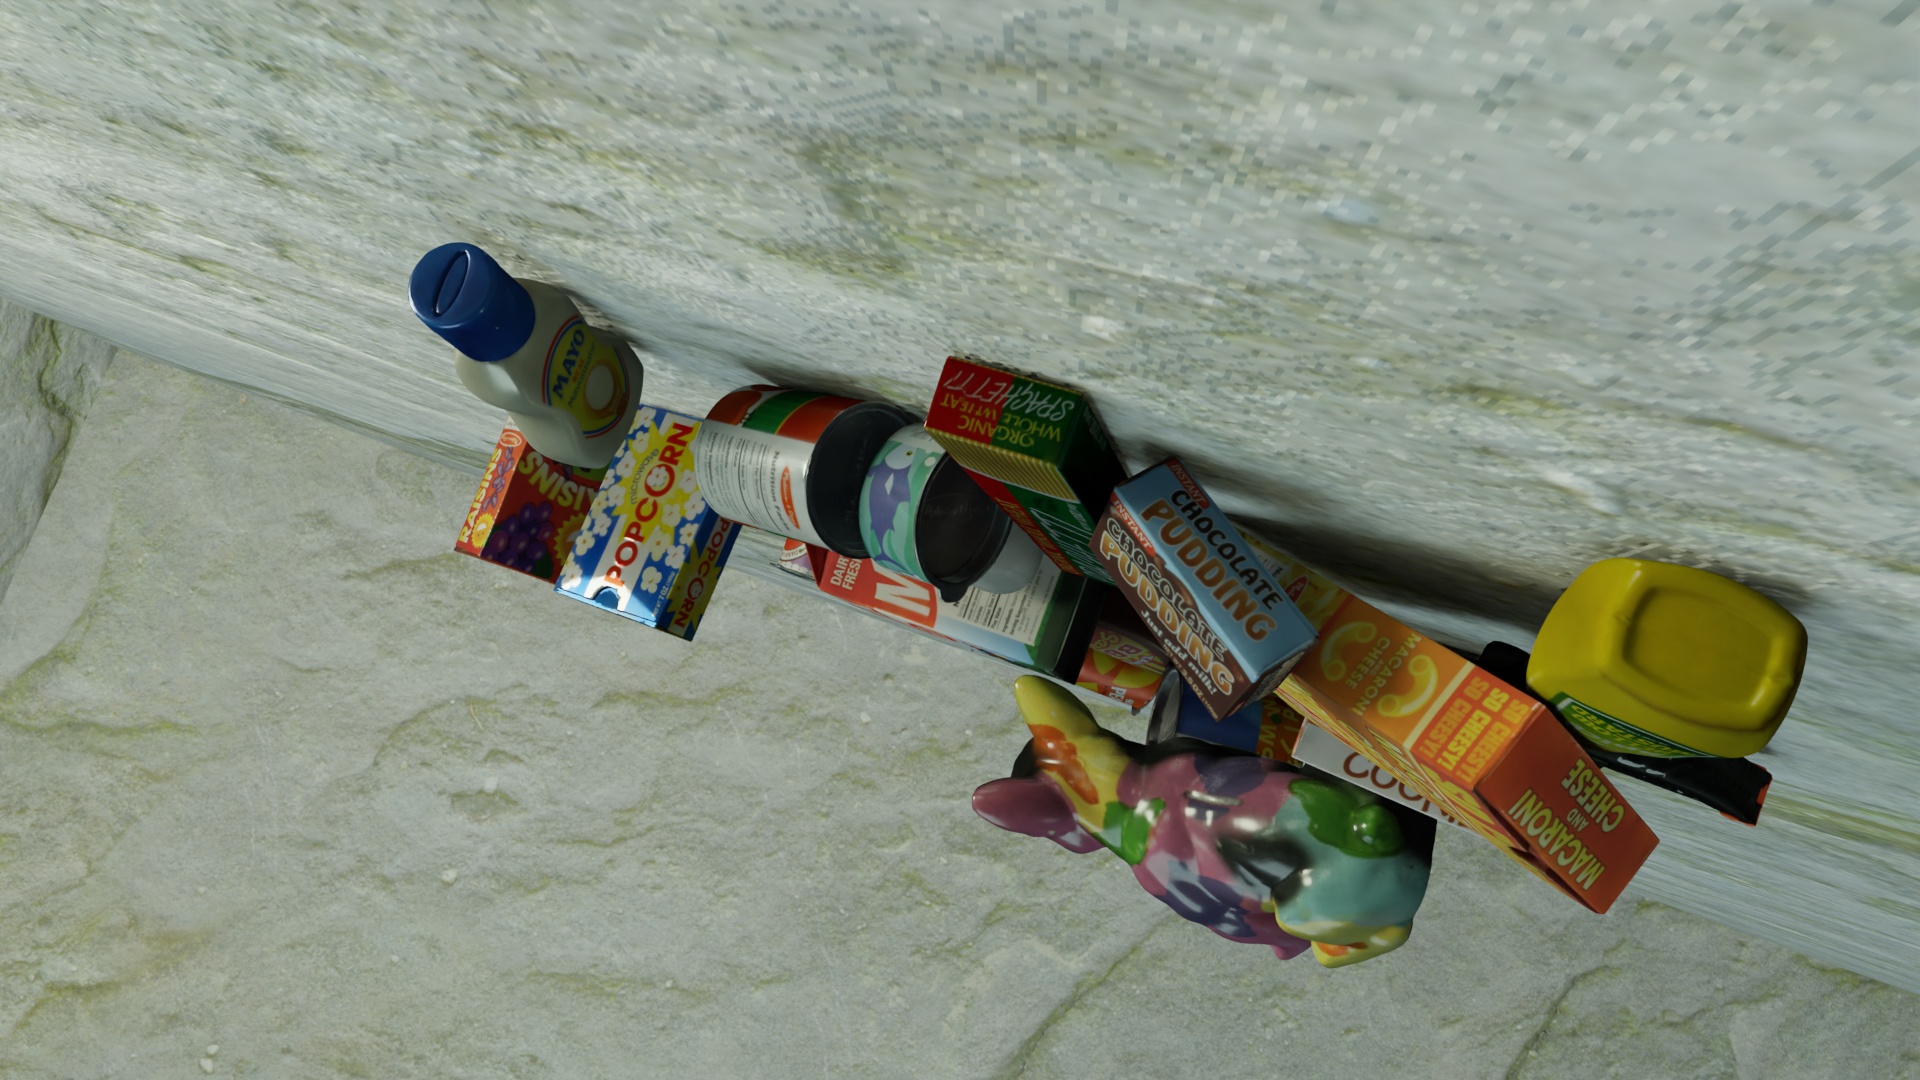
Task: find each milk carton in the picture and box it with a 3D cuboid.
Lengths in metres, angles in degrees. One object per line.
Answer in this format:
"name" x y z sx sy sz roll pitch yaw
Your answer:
"milk carton" -0.014 0.018 0.826 0.191 0.073 0.072 18 173 17

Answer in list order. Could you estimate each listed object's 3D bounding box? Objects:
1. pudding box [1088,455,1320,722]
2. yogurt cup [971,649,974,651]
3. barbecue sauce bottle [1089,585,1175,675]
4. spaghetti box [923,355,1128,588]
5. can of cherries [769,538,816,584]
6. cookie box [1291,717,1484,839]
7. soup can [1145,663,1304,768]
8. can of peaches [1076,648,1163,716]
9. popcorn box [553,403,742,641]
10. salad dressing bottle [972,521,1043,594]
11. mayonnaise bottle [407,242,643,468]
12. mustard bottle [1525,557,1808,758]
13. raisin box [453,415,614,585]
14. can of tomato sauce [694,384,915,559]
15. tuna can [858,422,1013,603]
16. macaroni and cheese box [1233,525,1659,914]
"pudding box" 0.084 0.017 0.491 0.084 0.030 0.049 55 159 18
"yogurt cup" 0.042 0.045 0.933 0.054 0.072 0.072 13 174 -9
"barbecue sauce bottle" 0.119 0.060 0.900 0.148 0.044 0.064 24 162 -31
"spaghetti box" 0.045 -0.016 0.565 0.050 0.029 0.249 19 173 18
"can of cherries" -0.098 0.004 1.025 0.071 0.058 0.071 20 174 2
"cookie box" 0.239 0.101 0.708 0.123 0.040 0.168 22 -171 15
"soup can" 0.166 0.118 0.866 0.084 0.071 0.071 15 173 -5
"can of peaches" 0.110 0.080 0.977 0.058 0.071 0.071 22 173 -9
"popcorn box" -0.176 -0.012 0.827 0.085 0.127 0.038 16 168 28
"salad dressing bottle" 0.002 -0.009 0.695 0.064 0.044 0.147 20 173 18
"mayonnaise bottle" -0.184 -0.080 0.597 0.041 0.065 0.148 15 169 11
"mustard bottle" 0.218 0.044 0.453 0.065 0.049 0.160 23 174 16
"raisin box" -0.249 -0.036 0.868 0.040 0.123 0.086 12 170 46
"can of tomato sauce" -0.064 -0.032 0.604 0.083 0.071 0.071 14 171 45
"tuna can" -0.009 -0.012 0.576 0.033 0.071 0.071 17 172 36
"macaroni and cheese box" 0.166 0.064 0.533 0.123 0.040 0.167 39 179 -38
